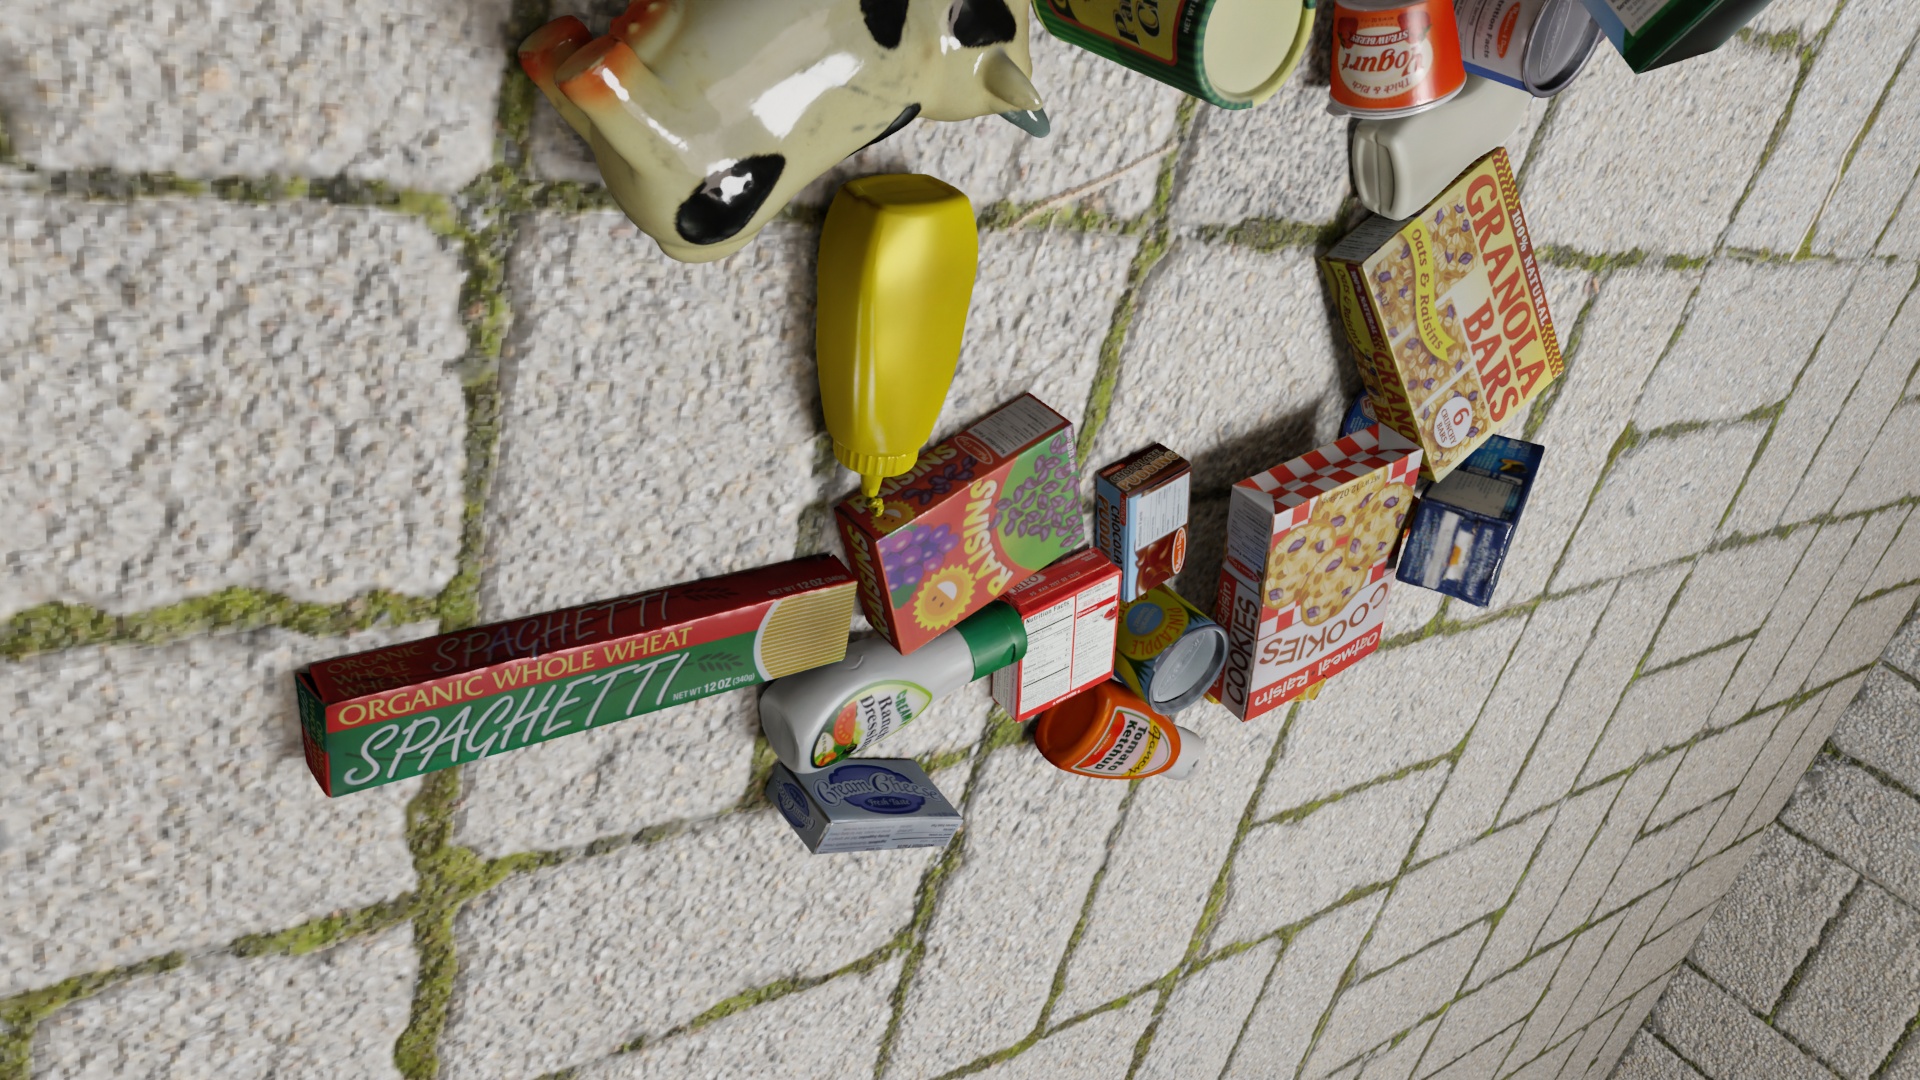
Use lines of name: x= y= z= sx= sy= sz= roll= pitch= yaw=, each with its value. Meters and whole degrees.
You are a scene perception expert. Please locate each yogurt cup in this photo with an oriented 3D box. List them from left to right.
yogurt cup: x=0.219 y=-0.253 z=0.703 sx=0.072 sy=0.072 sz=0.053 roll=-32 pitch=129 yaw=-20

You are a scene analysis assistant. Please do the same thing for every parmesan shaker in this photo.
parmesan shaker: x=0.087 y=-0.227 z=0.570 sx=0.071 sy=0.103 sz=0.071 roll=-23 pitch=133 yaw=-27

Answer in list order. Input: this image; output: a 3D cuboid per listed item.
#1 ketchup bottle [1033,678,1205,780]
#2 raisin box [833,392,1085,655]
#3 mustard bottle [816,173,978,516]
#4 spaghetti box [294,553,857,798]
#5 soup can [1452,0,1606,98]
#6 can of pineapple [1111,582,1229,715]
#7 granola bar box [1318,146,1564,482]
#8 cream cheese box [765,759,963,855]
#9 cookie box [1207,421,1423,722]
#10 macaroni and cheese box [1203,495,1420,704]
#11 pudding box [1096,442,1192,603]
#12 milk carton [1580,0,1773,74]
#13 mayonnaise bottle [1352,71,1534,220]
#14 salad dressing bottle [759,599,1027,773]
ketchup bottle: x=0.111 y=0.129 z=0.913 sx=0.149 sy=0.043 sz=0.064 roll=24 pitch=104 yaw=-49
raisin box: x=0.003 y=-0.009 z=0.711 sx=0.124 sy=0.040 sz=0.085 roll=-32 pitch=138 yaw=-21
mustard bottle: x=-0.034 y=-0.080 z=0.616 sx=0.065 sy=0.049 sz=0.159 roll=-14 pitch=129 yaw=-34
spaghetti box: x=-0.159 y=0.055 z=0.621 sx=0.251 sy=0.029 sz=0.050 roll=-13 pitch=127 yaw=-36
soup can: x=0.284 y=-0.276 z=0.726 sx=0.071 sy=0.084 sz=0.071 roll=-24 pitch=134 yaw=-27
can of pineapple: x=0.122 y=0.064 z=0.861 sx=0.071 sy=0.058 sz=0.070 roll=-24 pitch=133 yaw=-28
granola bar box: x=0.296 y=-0.137 z=0.847 sx=0.124 sy=0.039 sz=0.165 roll=-39 pitch=123 yaw=-13
cream cheese box: x=-0.052 y=0.146 z=0.770 sx=0.104 sy=0.053 sz=0.024 roll=10 pitch=115 yaw=-45
cookie box: x=0.219 y=0.022 z=0.869 sx=0.123 sy=0.040 sz=0.166 roll=-22 pitch=132 yaw=-26
macaroni and cheese box: x=0.233 y=0.033 z=0.952 sx=0.124 sy=0.040 sz=0.165 roll=5 pitch=117 yaw=-43
pudding box: x=0.106 y=-0.010 z=0.812 sx=0.050 sy=0.030 sz=0.083 roll=-28 pitch=136 yaw=-25
milk carton: x=0.309 y=-0.323 z=0.654 sx=0.072 sy=0.191 sz=0.073 roll=-24 pitch=167 yaw=-29
mayonnaise bottle: x=0.287 y=-0.245 z=0.787 sx=0.148 sy=0.041 sz=0.064 roll=-37 pitch=137 yaw=-16
salad dressing bottle: x=-0.032 y=0.073 z=0.738 sx=0.148 sy=0.044 sz=0.064 roll=-23 pitch=139 yaw=-29
